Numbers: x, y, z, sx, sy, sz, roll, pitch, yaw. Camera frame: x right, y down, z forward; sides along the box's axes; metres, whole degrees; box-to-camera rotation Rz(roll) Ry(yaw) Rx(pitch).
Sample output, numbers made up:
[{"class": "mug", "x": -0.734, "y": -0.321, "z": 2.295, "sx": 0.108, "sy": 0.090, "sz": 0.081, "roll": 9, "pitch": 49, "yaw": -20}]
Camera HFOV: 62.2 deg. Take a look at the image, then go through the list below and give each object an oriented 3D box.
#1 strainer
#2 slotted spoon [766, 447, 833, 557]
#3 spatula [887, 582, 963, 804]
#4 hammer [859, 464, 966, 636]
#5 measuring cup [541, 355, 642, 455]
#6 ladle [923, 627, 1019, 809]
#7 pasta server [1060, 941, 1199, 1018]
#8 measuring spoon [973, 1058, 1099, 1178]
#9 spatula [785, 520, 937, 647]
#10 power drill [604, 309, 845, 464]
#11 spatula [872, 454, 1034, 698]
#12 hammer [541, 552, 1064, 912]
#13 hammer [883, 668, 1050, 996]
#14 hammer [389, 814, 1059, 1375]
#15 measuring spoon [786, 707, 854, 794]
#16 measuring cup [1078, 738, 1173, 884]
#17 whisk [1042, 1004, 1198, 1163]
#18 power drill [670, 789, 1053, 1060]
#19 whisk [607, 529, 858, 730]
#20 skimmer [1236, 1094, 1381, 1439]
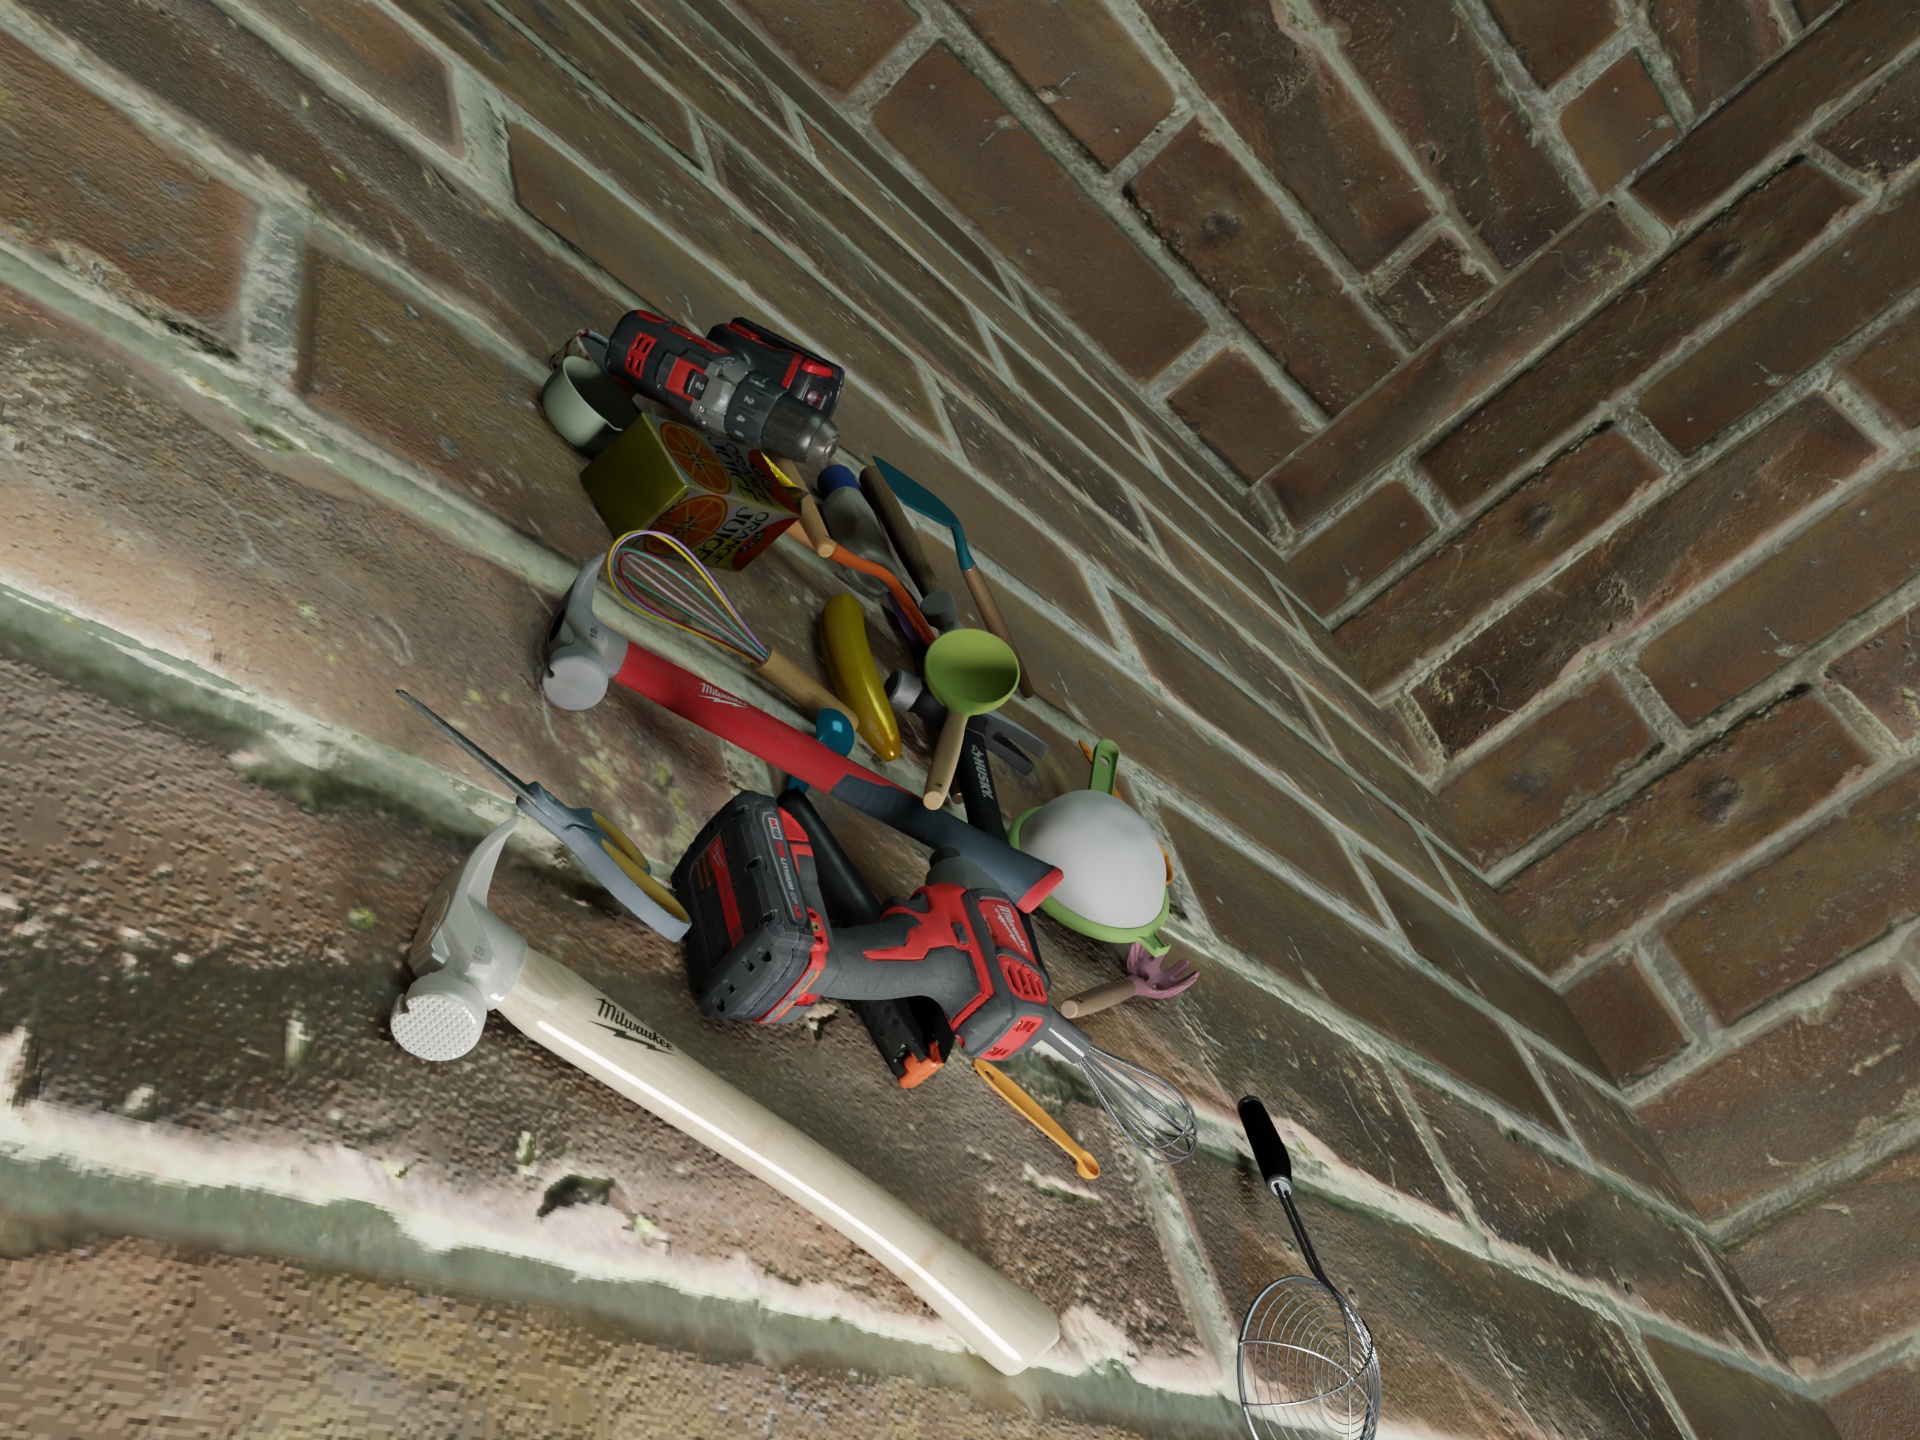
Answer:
[{"class": "strainer", "x": 0.127, "y": 0.077, "z": 1.357, "sx": 0.151, "sy": 0.069, "sz": 0.257, "roll": 25, "pitch": 35, "yaw": -7}, {"class": "slotted spoon", "x": -0.151, "y": -0.217, "z": 1.375, "sx": 0.070, "sy": 0.031, "sz": 0.314, "roll": 26, "pitch": 21, "yaw": -32}, {"class": "spatula", "x": -0.031, "y": -0.035, "z": 1.401, "sx": 0.059, "sy": 0.018, "sz": 0.316, "roll": 43, "pitch": 19, "yaw": -36}, {"class": "hammer", "x": -0.041, "y": -0.149, "z": 1.516, "sx": 0.129, "sy": 0.031, "sz": 0.332, "roll": 61, "pitch": 2, "yaw": -41}, {"class": "measuring cup", "x": -0.252, "y": -0.217, "z": 1.226, "sx": 0.167, "sy": 0.038, "sz": 0.083, "roll": 30, "pitch": 28, "yaw": -48}, {"class": "ladle", "x": -0.002, "y": -0.004, "z": 1.164, "sx": 0.078, "sy": 0.062, "sz": 0.320, "roll": 17, "pitch": 17, "yaw": 0}, {"class": "pasta server", "x": 0.128, "y": 0.204, "z": 1.236, "sx": 0.060, "sy": 0.040, "sz": 0.316, "roll": 39, "pitch": 8, "yaw": 17}, {"class": "measuring spoon", "x": 0.049, "y": 0.265, "z": 1.056, "sx": 0.117, "sy": 0.011, "sz": 0.021, "roll": 44, "pitch": 21, "yaw": -8}, {"class": "spatula", "x": -0.133, "y": -0.148, "z": 1.339, "sx": 0.322, "sy": 0.041, "sz": 0.081, "roll": 31, "pitch": 4, "yaw": -22}, {"class": "power drill", "x": -0.162, "y": -0.262, "z": 1.276, "sx": 0.188, "sy": 0.080, "sz": 0.227, "roll": 28, "pitch": 15, "yaw": 5}, {"class": "spatula", "x": 0.005, "y": -0.125, "z": 1.505, "sx": 0.317, "sy": 0.044, "sz": 0.082, "roll": 62, "pitch": 0, "yaw": -42}, {"class": "hammer", "x": -0.093, "y": 0.021, "z": 1.053, "sx": 0.386, "sy": 0.038, "sz": 0.143, "roll": 30, "pitch": 25, "yaw": -23}, {"class": "hammer", "x": 0.025, "y": 0.085, "z": 1.209, "sx": 0.146, "sy": 0.035, "sz": 0.335, "roll": 24, "pitch": 28, "yaw": -24}, {"class": "hammer", "x": -0.098, "y": 0.208, "z": 0.804, "sx": 0.410, "sy": 0.038, "sz": 0.146, "roll": 42, "pitch": 20, "yaw": -23}, {"class": "measuring spoon", "x": -0.097, "y": 0.028, "z": 1.127, "sx": 0.129, "sy": 0.021, "sz": 0.042, "roll": -66, "pitch": 145, "yaw": -64}, {"class": "measuring cup", "x": 0.131, "y": 0.095, "z": 1.471, "sx": 0.095, "sy": 0.052, "sz": 0.174, "roll": 26, "pitch": 29, "yaw": -48}, {"class": "whisk", "x": 0.083, "y": 0.237, "z": 1.132, "sx": 0.239, "sy": 0.055, "sz": 0.055, "roll": 40, "pitch": 22, "yaw": -13}, {"class": "power drill", "x": -0.051, "y": 0.119, "z": 0.932, "sx": 0.219, "sy": 0.078, "sz": 0.143, "roll": 17, "pitch": 37, "yaw": -37}, {"class": "whisk", "x": -0.160, "y": -0.054, "z": 1.139, "sx": 0.244, "sy": 0.051, "sz": 0.047, "roll": 40, "pitch": 47, "yaw": -37}, {"class": "skimmer", "x": 0.227, "y": 0.396, "z": 1.175, "sx": 0.127, "sy": 0.090, "sz": 0.363, "roll": 45, "pitch": 10, "yaw": -13}]
